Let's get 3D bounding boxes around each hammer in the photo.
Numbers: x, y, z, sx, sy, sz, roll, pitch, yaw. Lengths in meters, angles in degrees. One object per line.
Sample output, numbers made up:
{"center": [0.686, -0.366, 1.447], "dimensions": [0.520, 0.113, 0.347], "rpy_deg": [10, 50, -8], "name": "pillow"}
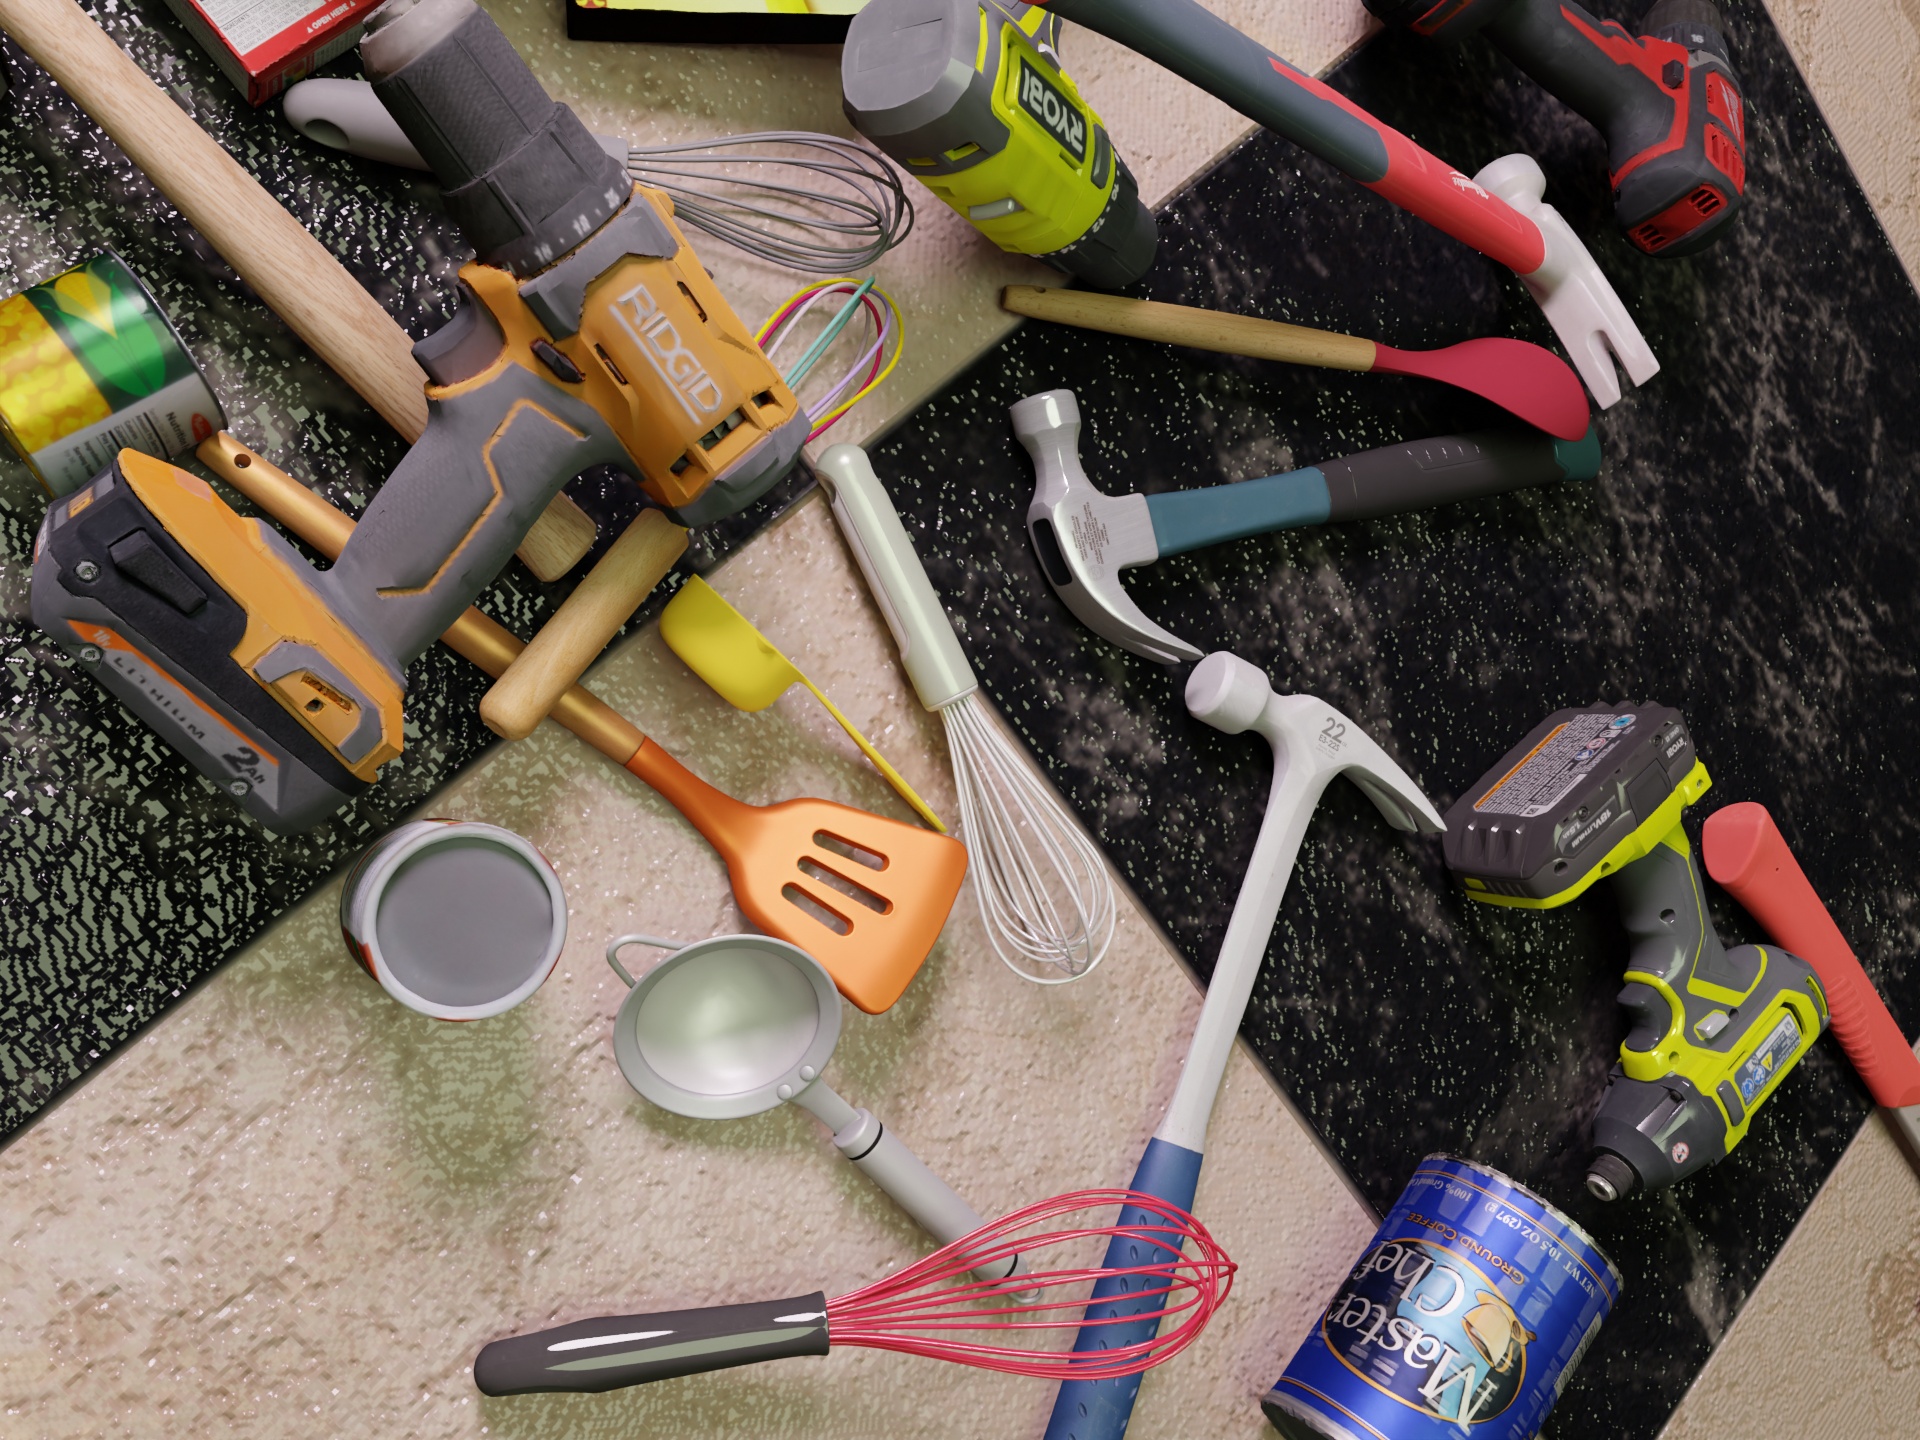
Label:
{"center": [0.533, 0.185, 0.913], "dimensions": [0.149, 0.037, 0.359], "rpy_deg": [-43, 105, -21], "name": "hammer"}
{"center": [0.170, -0.233, 0.668], "dimensions": [0.386, 0.038, 0.143], "rpy_deg": [7, 54, -43], "name": "hammer"}
{"center": [0.181, -0.111, 0.762], "dimensions": [0.331, 0.033, 0.128], "rpy_deg": [-14, 92, -26], "name": "hammer"}
{"center": [0.106, 0.181, 0.708], "dimensions": [0.144, 0.035, 0.406], "rpy_deg": [26, 77, -22], "name": "hammer"}
{"center": [-0.248, -0.173, 0.535], "dimensions": [0.031, 0.130, 0.331], "rpy_deg": [-33, 115, 21], "name": "hammer"}

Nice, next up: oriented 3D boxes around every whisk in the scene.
{"center": [-0.096, -0.088, 0.608], "dimensions": [0.047, 0.051, 0.245], "rpy_deg": [44, 64, -20], "name": "whisk"}
{"center": [-0.131, -0.213, 0.612], "dimensions": [0.239, 0.055, 0.055], "rpy_deg": [4, 86, -22], "name": "whisk"}
{"center": [-0.033, 0.228, 0.611], "dimensions": [0.295, 0.073, 0.073], "rpy_deg": [-3, 89, -13], "name": "whisk"}
{"center": [-0.001, -0.002, 0.663], "dimensions": [0.059, 0.058, 0.246], "rpy_deg": [-27, 94, -16], "name": "whisk"}

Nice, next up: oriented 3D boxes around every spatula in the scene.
{"center": [-0.139, -0.005, 0.598], "dimensions": [0.322, 0.041, 0.081], "rpy_deg": [38, 64, -18], "name": "spatula"}

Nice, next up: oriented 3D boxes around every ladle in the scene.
{"center": [0.168, -0.175, 0.748], "dimensions": [0.315, 0.031, 0.069], "rpy_deg": [4, 46, -18], "name": "ladle"}

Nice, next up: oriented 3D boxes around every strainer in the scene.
{"center": [-0.048, 0.160, 0.635], "dimensions": [0.087, 0.050, 0.258], "rpy_deg": [-39, 112, 7], "name": "strainer"}

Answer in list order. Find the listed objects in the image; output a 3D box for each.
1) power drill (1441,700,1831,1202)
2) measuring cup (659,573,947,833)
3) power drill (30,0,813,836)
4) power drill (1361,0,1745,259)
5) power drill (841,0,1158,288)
{"center": [0.341, 0.118, 0.804], "dimensions": [0.171, 0.080, 0.223], "rpy_deg": [-37, 106, -23], "name": "power drill"}
{"center": [-0.061, 0.004, 0.637], "dimensions": [0.029, 0.062, 0.156], "rpy_deg": [-44, 118, -3], "name": "measuring cup"}
{"center": [-0.180, -0.096, 0.503], "dimensions": [0.226, 0.084, 0.185], "rpy_deg": [-41, 124, -8], "name": "power drill"}
{"center": [0.314, -0.360, 0.805], "dimensions": [0.226, 0.080, 0.188], "rpy_deg": [32, 54, -21], "name": "power drill"}
{"center": [0.032, -0.304, 0.655], "dimensions": [0.190, 0.080, 0.228], "rpy_deg": [16, 75, -57], "name": "power drill"}
